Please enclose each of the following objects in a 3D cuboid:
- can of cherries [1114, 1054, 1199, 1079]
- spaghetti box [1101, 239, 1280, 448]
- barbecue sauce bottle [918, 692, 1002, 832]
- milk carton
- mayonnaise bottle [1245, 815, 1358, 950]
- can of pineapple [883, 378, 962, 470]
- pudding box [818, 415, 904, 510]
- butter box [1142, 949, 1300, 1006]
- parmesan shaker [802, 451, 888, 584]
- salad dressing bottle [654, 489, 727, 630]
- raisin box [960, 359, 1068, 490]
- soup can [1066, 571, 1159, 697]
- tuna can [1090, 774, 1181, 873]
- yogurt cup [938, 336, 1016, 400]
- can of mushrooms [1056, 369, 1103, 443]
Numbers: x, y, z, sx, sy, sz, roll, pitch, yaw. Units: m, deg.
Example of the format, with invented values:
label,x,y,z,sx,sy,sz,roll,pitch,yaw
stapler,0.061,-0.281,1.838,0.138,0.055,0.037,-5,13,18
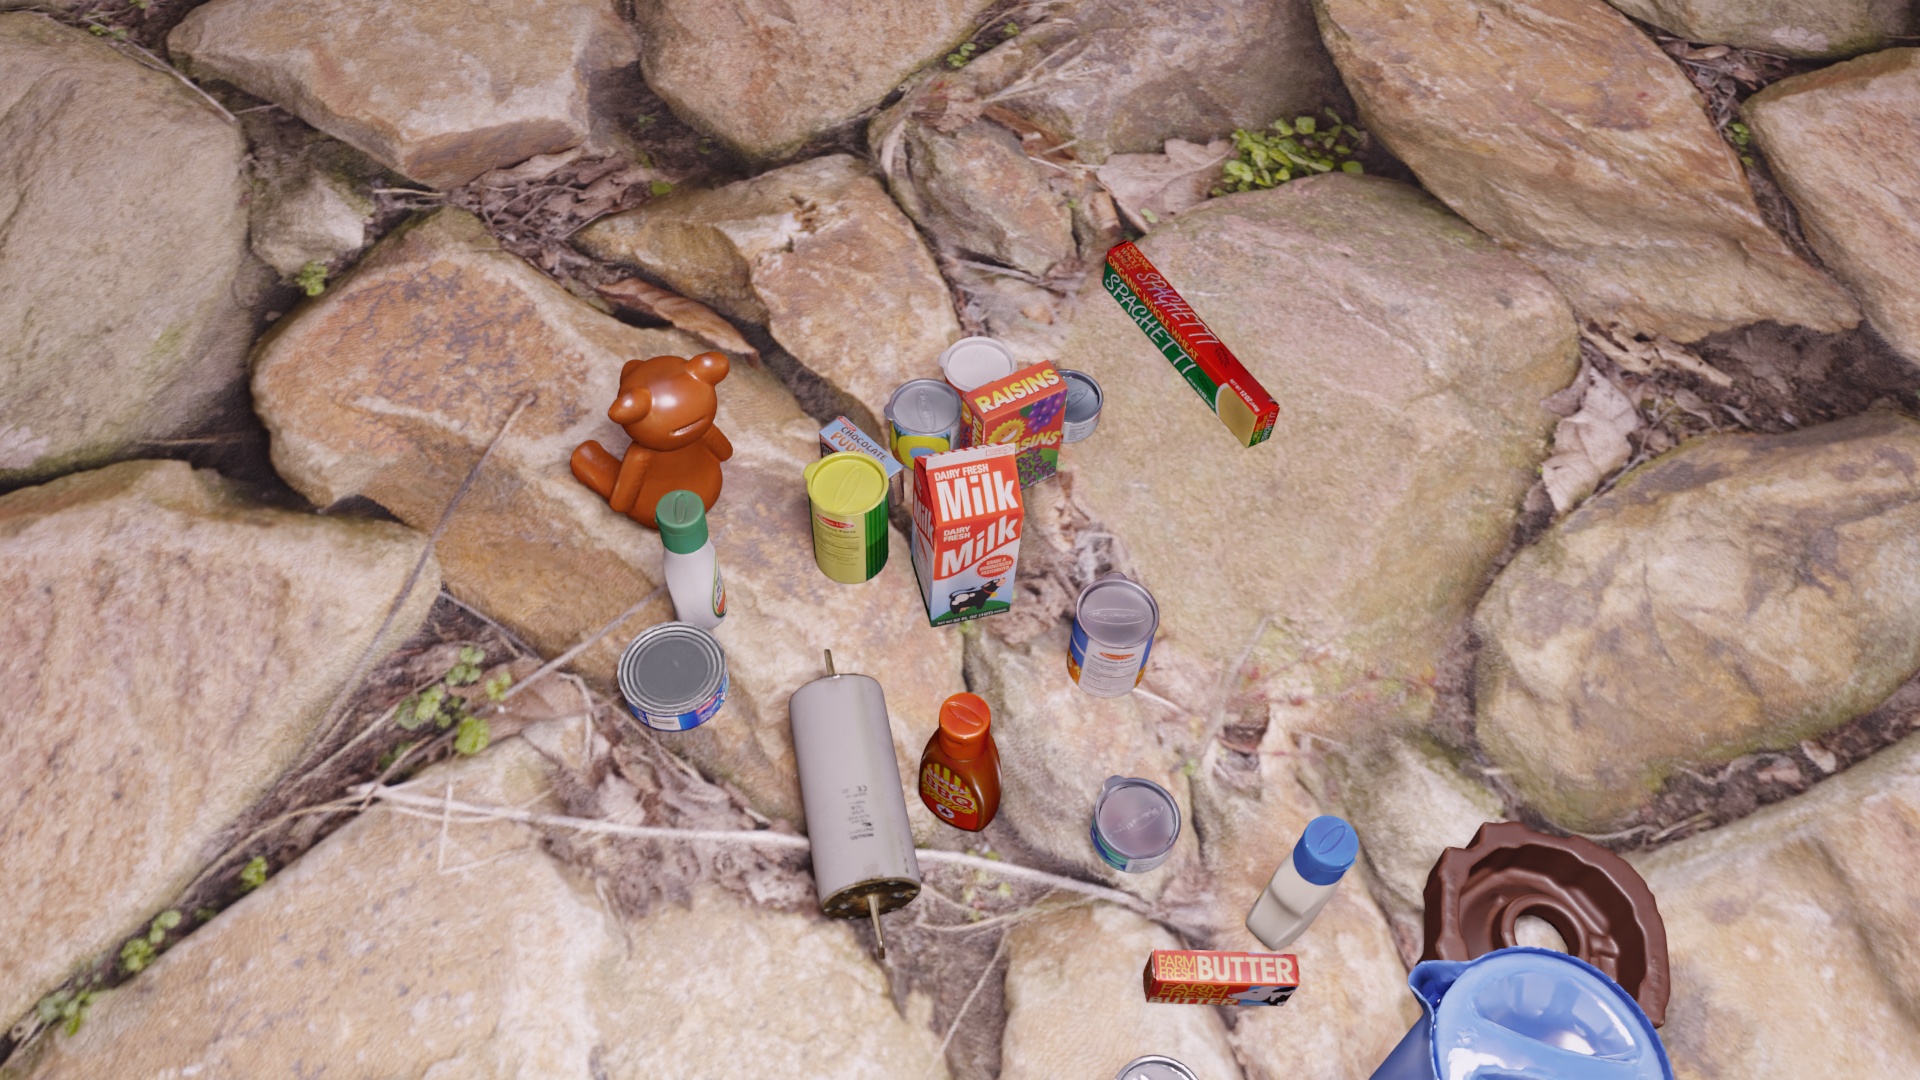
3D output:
label,x,y,z,sx,sy,sz,roll,pitch,yaw
can of cherries,0.125,0.385,0.926,0.071,0.058,0.072,1,55,-2
spaghetti box,0.217,-0.193,1.337,0.029,0.050,0.251,-25,60,-18
barbecue sauce bottle,0.001,0.161,1.021,0.065,0.147,0.044,29,59,16
milk carton,0.004,-0.014,1.118,0.072,0.189,0.074,-12,57,-10
mayonnaise bottle,0.243,0.239,0.978,0.065,0.147,0.041,-37,64,-24
can of pineapple,-0.033,-0.104,1.259,0.071,0.057,0.071,1,55,-2
pudding box,-0.087,-0.067,1.236,0.030,0.049,0.084,-38,65,-25
butter box,0.183,0.310,0.983,0.103,0.052,0.024,2,55,-1
parmesan shaker,-0.096,-0.019,1.170,0.071,0.102,0.071,1,55,-2
salad dressing bottle,-0.216,0.017,1.112,0.044,0.147,0.064,-3,56,-4
raisin box,0.045,-0.092,1.215,0.086,0.122,0.040,-24,60,-18
soup can,0.122,0.077,1.124,0.071,0.083,0.072,1,55,-2
tuna can,0.131,0.216,1.059,0.071,0.032,0.071,1,55,-2
yogurt cup,0.017,-0.148,1.294,0.072,0.053,0.073,1,55,-2
can of mushrooms,0.097,-0.127,1.296,0.071,0.033,0.071,1,55,-2
